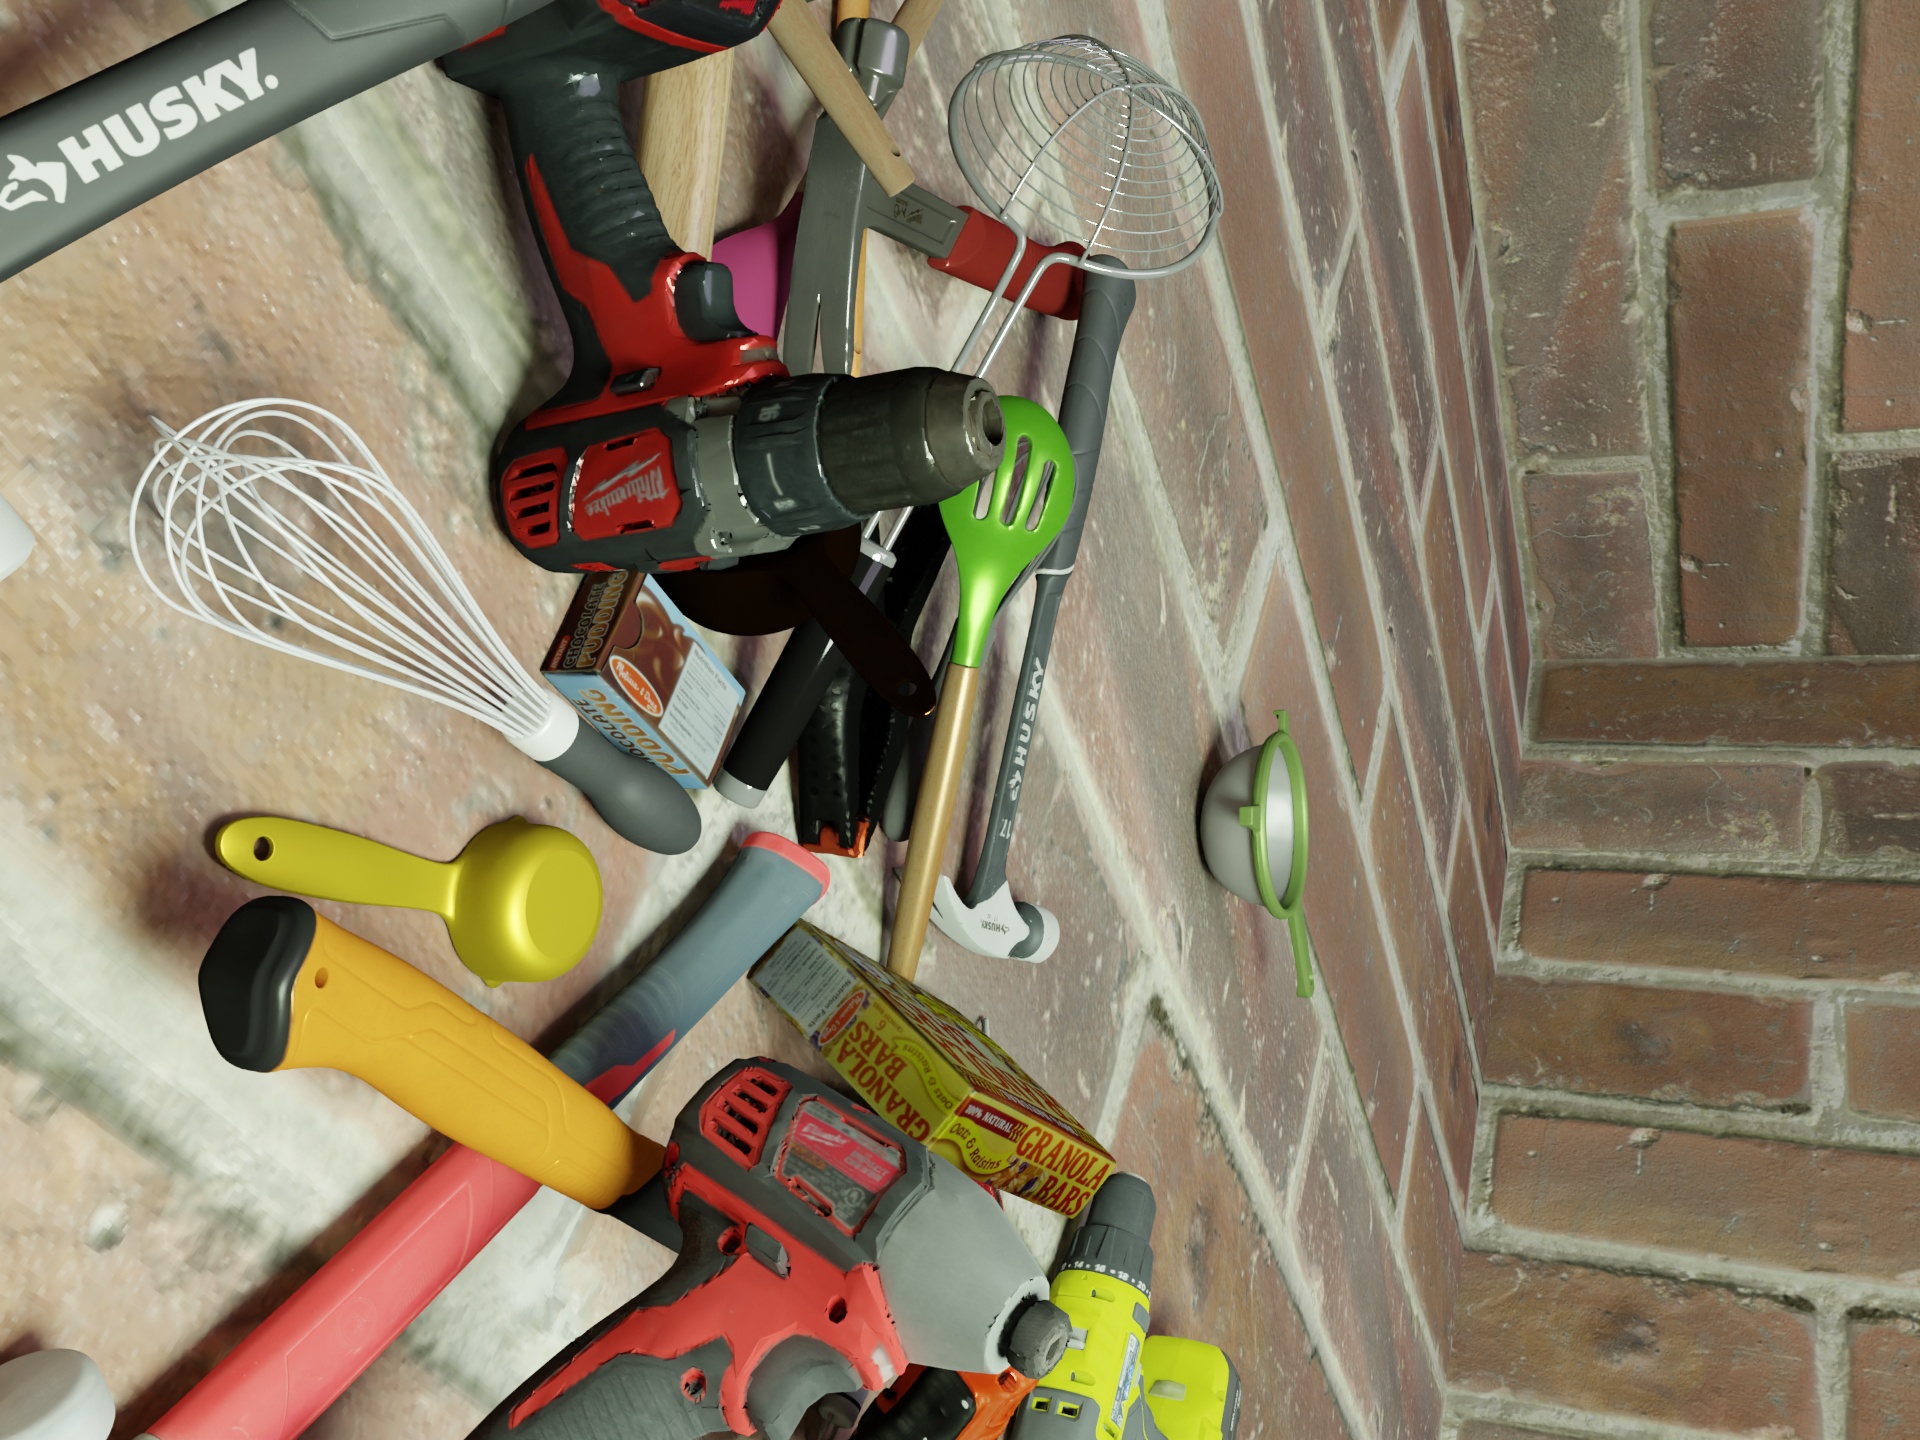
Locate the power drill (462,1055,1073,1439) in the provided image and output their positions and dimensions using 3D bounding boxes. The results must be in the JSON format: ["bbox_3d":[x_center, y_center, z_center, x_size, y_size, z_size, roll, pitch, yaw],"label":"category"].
[{"bbox_3d":[-0.076,0.205,0.452,0.220,0.143,0.078,-44,140,-32],"label":"power drill"}]

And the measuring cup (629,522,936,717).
[{"bbox_3d":[-0.058,-0.048,0.609,0.095,0.174,0.052,-33,150,-14],"label":"measuring cup"}]

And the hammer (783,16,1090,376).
[{"bbox_3d":[0.007,-0.236,0.828,0.359,0.037,0.149,-18,119,-69],"label":"hammer"}]

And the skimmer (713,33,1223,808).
[{"bbox_3d":[-0.009,-0.128,0.693,0.363,0.127,0.090,-61,-174,5],"label":"skimmer"}]

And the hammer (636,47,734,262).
[{"bbox_3d":[-0.097,-0.279,0.605,0.031,0.130,0.331,-147,-117,-80],"label":"hammer"}]

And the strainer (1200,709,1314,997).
[{"bbox_3d":[0.245,0.128,1.311,0.151,0.069,0.256,-59,141,-50],"label":"strainer"}]

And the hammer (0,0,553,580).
[{"bbox_3d":[-0.152,-0.179,0.395,0.335,0.035,0.146,-41,125,-23],"label":"hammer"}]

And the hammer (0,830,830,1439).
[{"bbox_3d":[-0.148,0.159,0.556,0.386,0.038,0.143,-44,130,-55],"label":"hammer"}]

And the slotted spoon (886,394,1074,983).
[{"bbox_3d":[-0.001,-0.003,0.783,0.031,0.070,0.313,-138,-122,-70],"label":"slotted spoon"}]

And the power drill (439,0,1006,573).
[{"bbox_3d":[-0.083,-0.164,0.525,0.080,0.188,0.226,-21,105,-60],"label":"power drill"}]

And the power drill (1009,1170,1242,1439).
[{"bbox_3d":[0.114,0.426,1.044,0.228,0.080,0.191,60,39,-41],"label":"power drill"}]

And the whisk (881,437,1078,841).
[{"bbox_3d":[0.007,-0.049,0.830,0.055,0.055,0.239,39,68,-57],"label":"whisk"}]

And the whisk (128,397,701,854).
[{"bbox_3d":[-0.158,-0.013,0.525,0.284,0.070,0.070,53,44,-58],"label":"whisk"}]

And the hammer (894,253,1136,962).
[{"bbox_3d":[0.046,-0.071,0.905,0.149,0.036,0.409,26,73,-59],"label":"hammer"}]

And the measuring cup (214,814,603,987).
[{"bbox_3d":[-0.170,0.053,0.517,0.156,0.029,0.062,30,63,-62],"label":"measuring cup"}]

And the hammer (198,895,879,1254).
[{"bbox_3d":[-0.119,0.137,0.531,0.336,0.034,0.127,57,44,-51],"label":"hammer"}]

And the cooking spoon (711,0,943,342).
[{"bbox_3d":[-0.058,-0.251,0.717,0.068,0.017,0.319,54,52,-50],"label":"cooking spoon"}]

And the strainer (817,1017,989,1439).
[{"bbox_3d":[-0.014,0.262,0.827,0.086,0.050,0.259,86,26,-43],"label":"strainer"}]

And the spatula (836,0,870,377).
[{"bbox_3d":[-0.044,-0.325,0.759,0.081,0.041,0.322,1,91,-56],"label":"spatula"}]

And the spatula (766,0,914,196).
[{"bbox_3d":[-0.112,-0.319,0.550,0.315,0.018,0.060,52,44,-23],"label":"spatula"}]
